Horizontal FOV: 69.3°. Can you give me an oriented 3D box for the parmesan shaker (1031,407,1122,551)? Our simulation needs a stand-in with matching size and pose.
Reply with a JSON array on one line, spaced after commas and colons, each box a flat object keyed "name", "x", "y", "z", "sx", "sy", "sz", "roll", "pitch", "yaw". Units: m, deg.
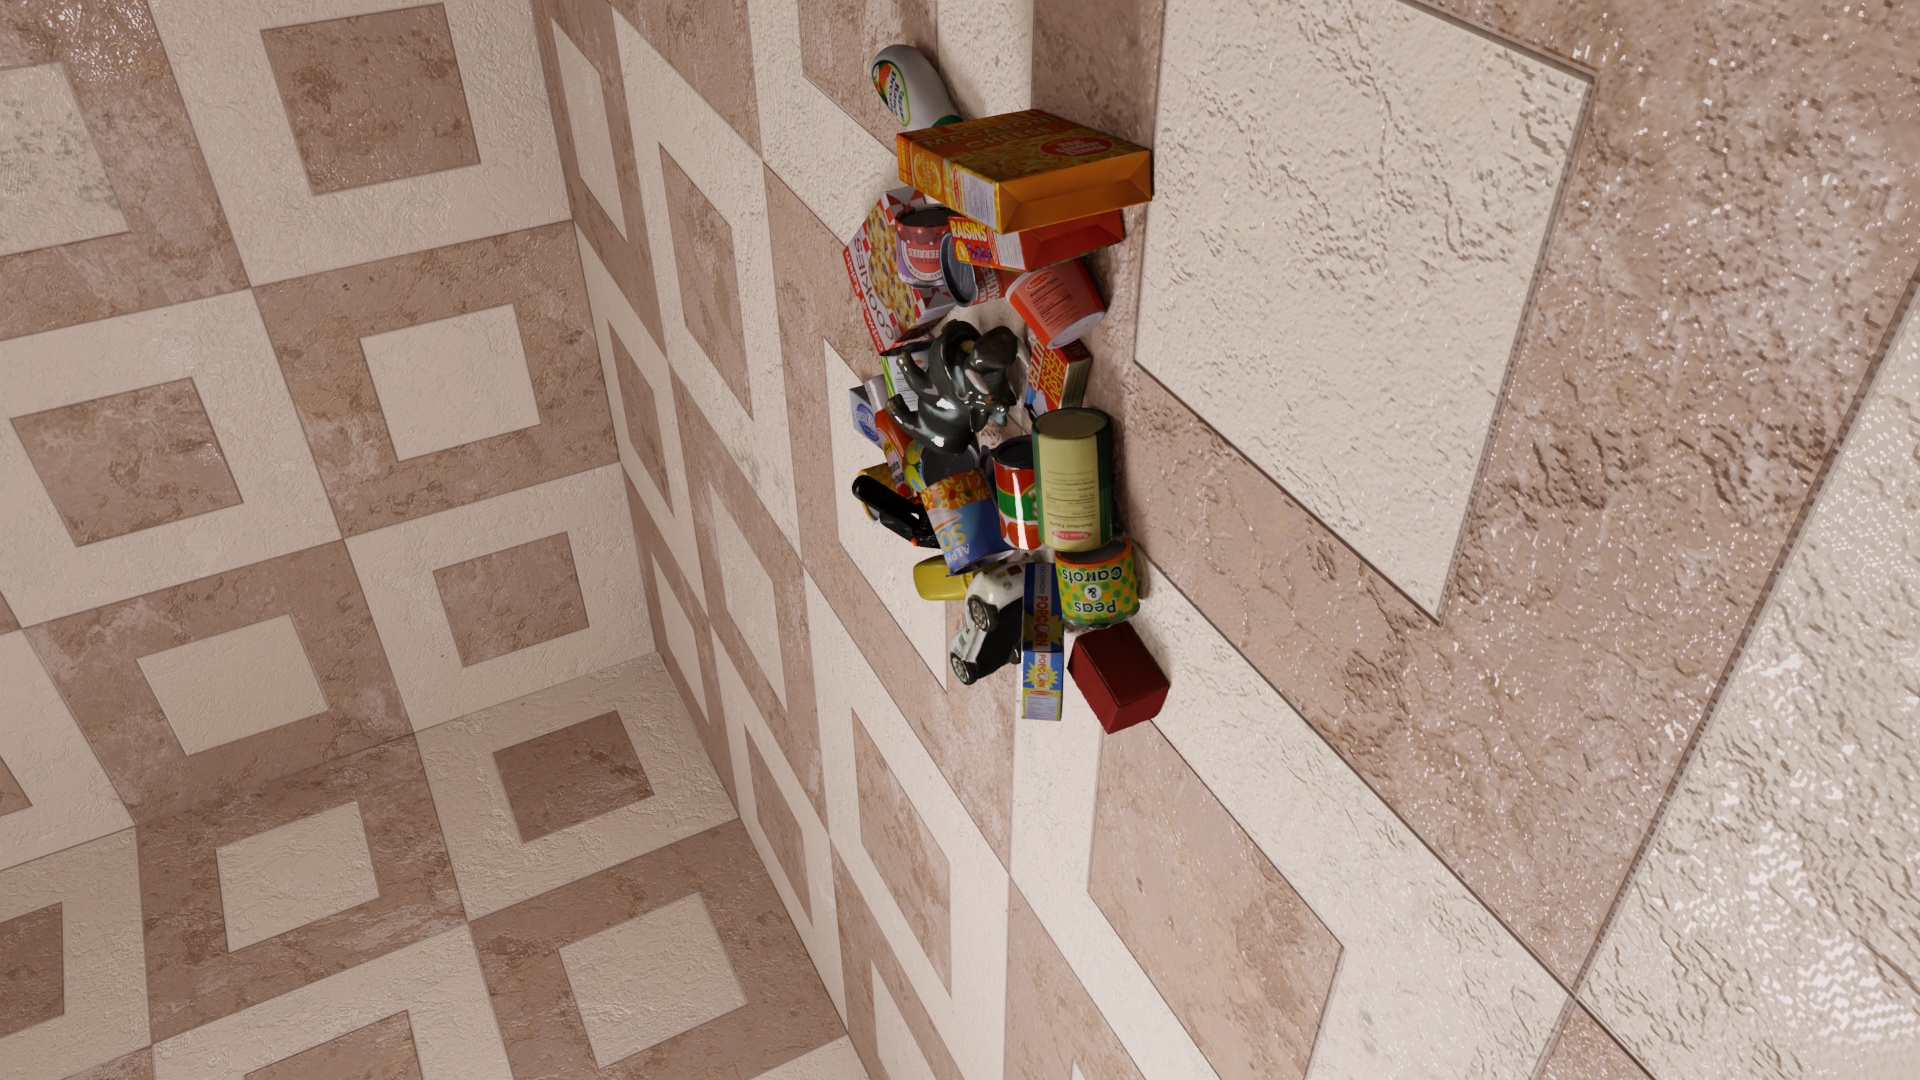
[{"name": "parmesan shaker", "x": 0.097, "y": -0.051, "z": 1.144, "sx": 0.071, "sy": 0.071, "sz": 0.102, "roll": 41, "pitch": 142, "yaw": 53}]

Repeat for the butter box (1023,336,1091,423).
[{"name": "butter box", "x": 0.081, "y": -0.132, "z": 1.169, "sx": 0.053, "sy": 0.024, "sz": 0.103, "roll": 57, "pitch": 155, "yaw": 32}]

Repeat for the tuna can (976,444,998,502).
[{"name": "tuna can", "x": 0.044, "y": -0.060, "z": 1.307, "sx": 0.071, "sy": 0.033, "sz": 0.070, "roll": 51, "pitch": 151, "yaw": 43}]

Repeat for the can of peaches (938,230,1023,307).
[{"name": "can of peaches", "x": 0.023, "y": -0.235, "z": 1.182, "sx": 0.071, "sy": 0.058, "sz": 0.070, "roll": 49, "pitch": 149, "yaw": 44}]

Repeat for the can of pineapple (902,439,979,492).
[{"name": "can of pineapple", "x": -0.020, "y": -0.077, "z": 1.407, "sx": 0.058, "sy": 0.071, "sz": 0.070, "roll": 20, "pitch": 125, "yaw": 64}]

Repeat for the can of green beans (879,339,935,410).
[{"name": "can of green beans", "x": -0.043, "y": -0.166, "z": 1.393, "sx": 0.071, "sy": 0.071, "sz": 0.057, "roll": 23, "pitch": 128, "yaw": 63}]

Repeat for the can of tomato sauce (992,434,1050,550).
[{"name": "can of tomato sauce", "x": 0.066, "y": -0.042, "z": 1.222, "sx": 0.071, "sy": 0.071, "sz": 0.082, "roll": 41, "pitch": 144, "yaw": 53}]

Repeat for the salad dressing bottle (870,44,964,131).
[{"name": "salad dressing bottle", "x": -0.029, "y": -0.377, "z": 1.215, "sx": 0.148, "sy": 0.044, "sz": 0.064, "roll": 57, "pitch": 156, "yaw": 33}]

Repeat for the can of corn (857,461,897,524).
[{"name": "can of corn", "x": -0.080, "y": -0.060, "z": 1.583, "sx": 0.071, "sy": 0.058, "sz": 0.070, "roll": 50, "pitch": 150, "yaw": 44}]

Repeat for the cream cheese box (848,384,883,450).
[{"name": "cream cheese box", "x": -0.097, "y": -0.141, "z": 1.608, "sx": 0.104, "sy": 0.024, "sz": 0.053, "roll": 39, "pitch": 140, "yaw": 55}]

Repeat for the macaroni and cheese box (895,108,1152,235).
[{"name": "macaroni and cheese box", "x": 0.042, "y": -0.271, "z": 1.010, "sx": 0.167, "sy": 0.124, "sz": 0.040, "roll": 43, "pitch": 144, "yaw": 52}]

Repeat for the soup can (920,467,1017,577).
[{"name": "soup can", "x": 0.005, "y": -0.016, "z": 1.292, "sx": 0.084, "sy": 0.071, "sz": 0.071, "roll": 68, "pitch": 159, "yaw": 8}]

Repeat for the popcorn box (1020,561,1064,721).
[{"name": "popcorn box", "x": 0.075, "y": 0.091, "z": 1.267, "sx": 0.127, "sy": 0.038, "sz": 0.084, "roll": -84, "pitch": -5, "yaw": -52}]

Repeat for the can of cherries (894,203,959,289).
[{"name": "can of cherries", "x": -0.026, "y": -0.268, "z": 1.261, "sx": 0.072, "sy": 0.072, "sz": 0.058, "roll": 45, "pitch": 145, "yaw": 50}]

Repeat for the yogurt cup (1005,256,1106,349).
[{"name": "yogurt cup", "x": 0.077, "y": -0.186, "z": 1.081, "sx": 0.054, "sy": 0.072, "sz": 0.072, "roll": 60, "pitch": 157, "yaw": 8}]

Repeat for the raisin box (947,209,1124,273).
[{"name": "raisin box", "x": 0.056, "y": -0.237, "z": 1.058, "sx": 0.123, "sy": 0.086, "sz": 0.040, "roll": 30, "pitch": 139, "yaw": 60}]

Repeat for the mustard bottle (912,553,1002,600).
[{"name": "mustard bottle", "x": 0.006, "y": 0.037, "z": 1.445, "sx": 0.160, "sy": 0.065, "sz": 0.048, "roll": -3, "pitch": 101, "yaw": 64}]

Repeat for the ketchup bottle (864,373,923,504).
[{"name": "ketchup bottle", "x": -0.065, "y": -0.110, "z": 1.526, "sx": 0.149, "sy": 0.044, "sz": 0.064, "roll": 71, "pitch": 160, "yaw": 4}]

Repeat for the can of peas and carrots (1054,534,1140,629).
[{"name": "can of peas and carrots", "x": 0.114, "y": 0.033, "z": 1.159, "sx": 0.071, "sy": 0.071, "sz": 0.058, "roll": 30, "pitch": 134, "yaw": 60}]

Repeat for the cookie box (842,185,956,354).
[{"name": "cookie box", "x": -0.064, "y": -0.266, "z": 1.399, "sx": 0.123, "sy": 0.040, "sz": 0.167, "roll": 71, "pitch": 159, "yaw": 2}]
